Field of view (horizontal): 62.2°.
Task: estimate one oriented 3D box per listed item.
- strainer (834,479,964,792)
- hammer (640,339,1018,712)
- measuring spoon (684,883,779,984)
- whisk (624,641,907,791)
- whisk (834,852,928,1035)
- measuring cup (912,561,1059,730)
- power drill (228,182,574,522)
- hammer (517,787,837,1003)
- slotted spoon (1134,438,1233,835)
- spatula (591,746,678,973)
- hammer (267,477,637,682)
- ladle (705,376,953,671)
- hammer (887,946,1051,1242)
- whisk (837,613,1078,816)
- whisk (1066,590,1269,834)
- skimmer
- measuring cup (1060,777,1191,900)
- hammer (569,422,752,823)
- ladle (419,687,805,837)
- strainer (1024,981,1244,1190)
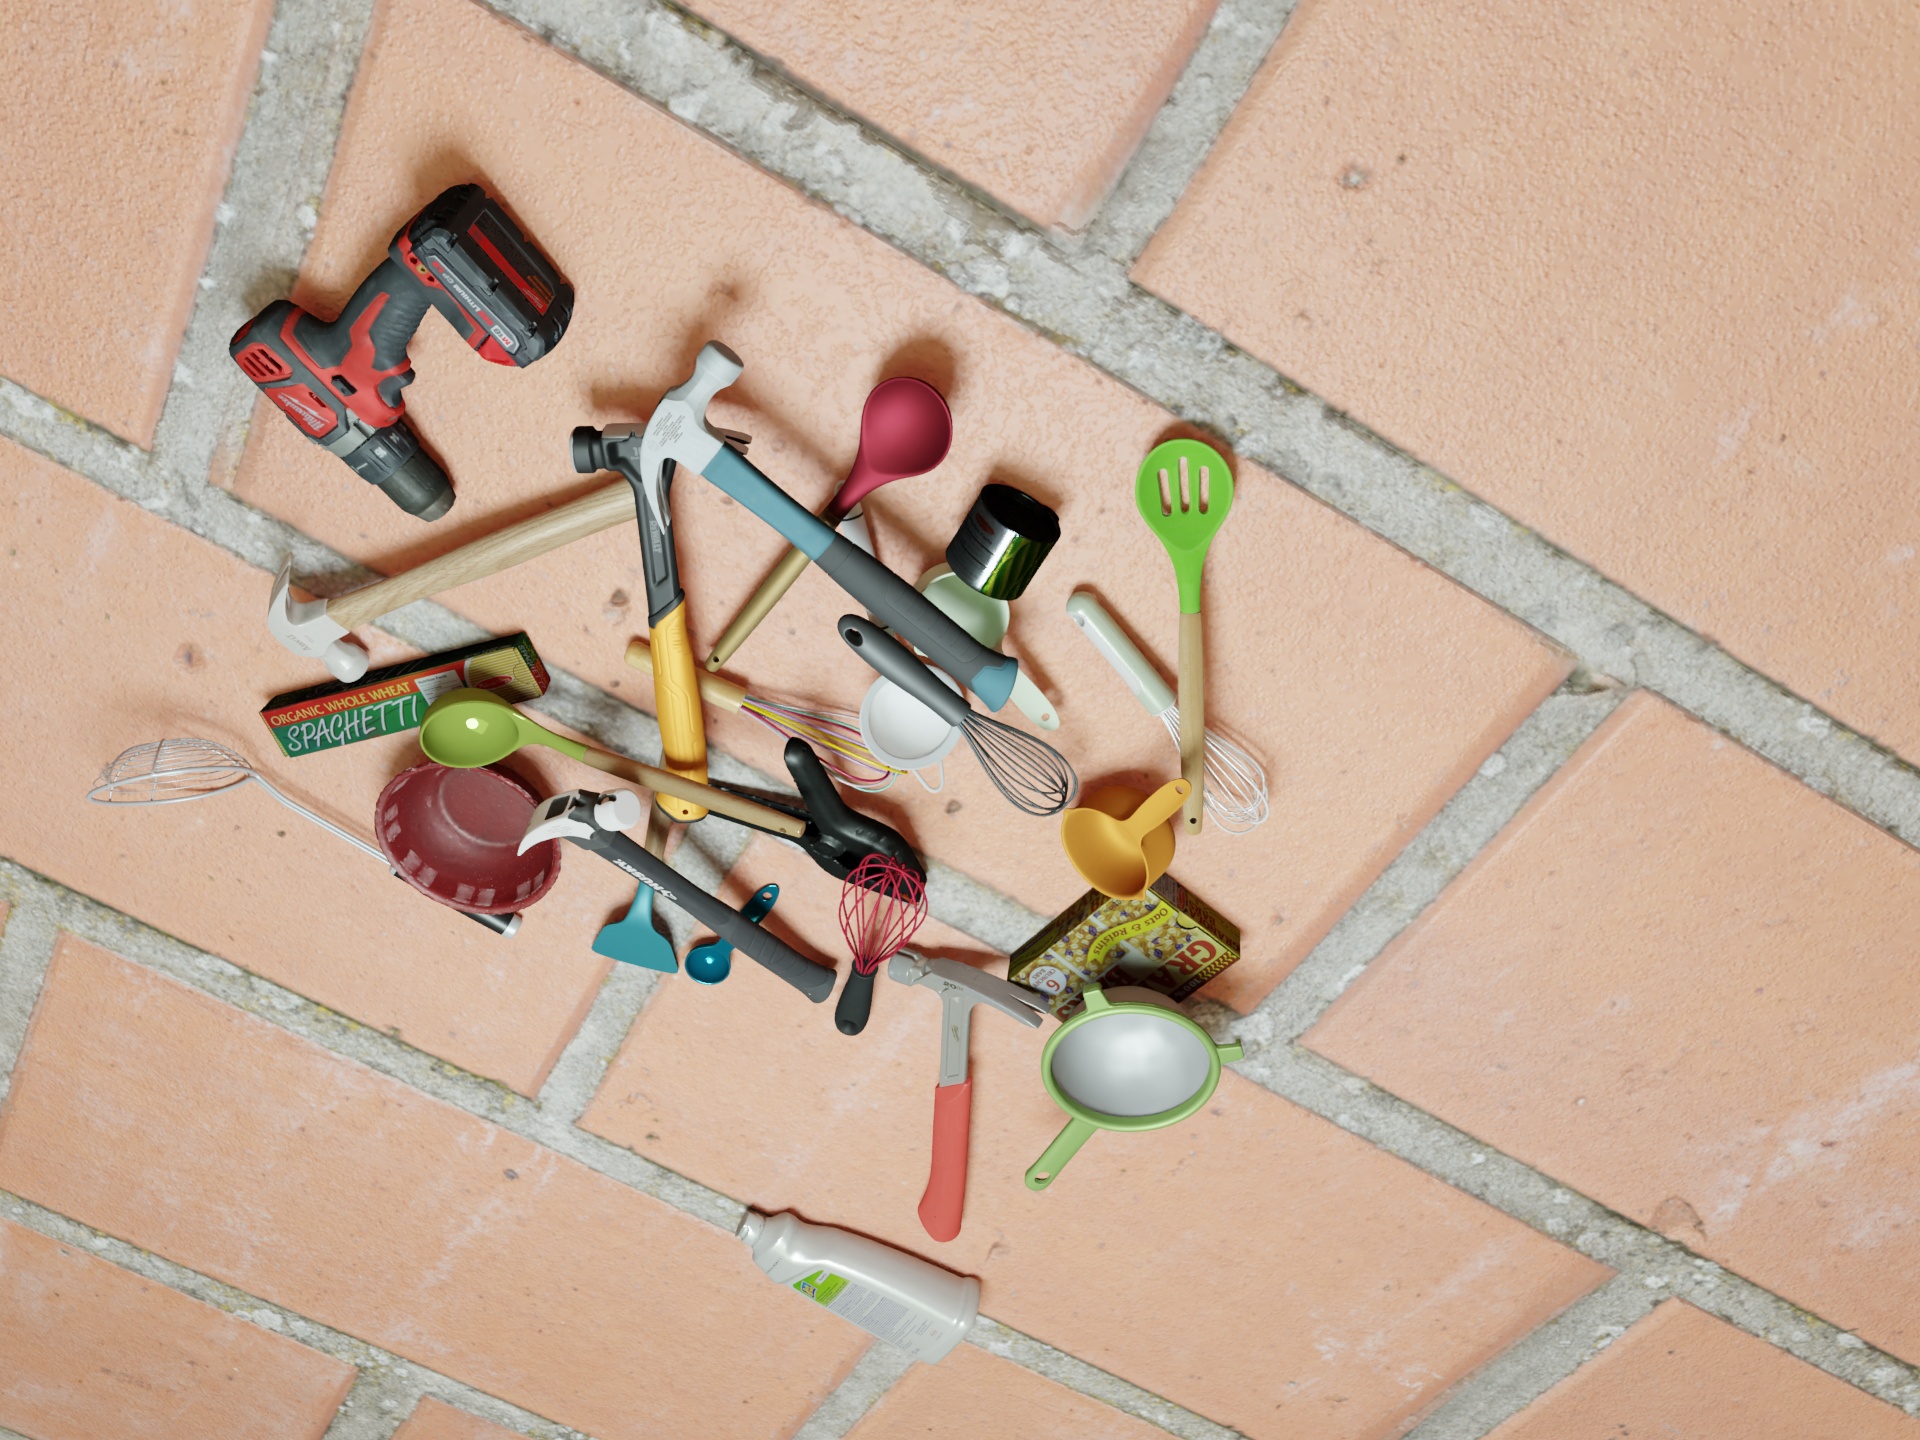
[{"bbox_3d":[-0.056,-0.065,1.227,0.087,0.050,0.258,-21,115,-12],"label":"strainer"},{"bbox_3d":[-0.085,-0.117,1.134,0.330,0.033,0.128,38,111,-19],"label":"hammer"},{"bbox_3d":[-0.201,0.187,1.426,0.042,0.021,0.128,36,111,-16],"label":"measuring spoon"},{"bbox_3d":[-0.155,-0.005,1.280,0.245,0.047,0.051,24,124,-3],"label":"whisk"},{"bbox_3d":[-0.078,0.201,1.356,0.073,0.073,0.295,14,143,-2],"label":"whisk"},{"bbox_3d":[0.023,-0.054,1.222,0.083,0.038,0.167,-37,119,9],"label":"measuring cup"},{"bbox_3d":[-0.380,-0.250,1.129,0.226,0.080,0.187,-25,124,26],"label":"power drill"},{"bbox_3d":[-0.222,0.156,1.342,0.146,0.035,0.334,-11,141,38],"label":"hammer"},{"bbox_3d":[0.169,-0.057,1.180,0.070,0.031,0.313,-1,112,9],"label":"slotted spoon"},{"bbox_3d":[-0.263,0.103,1.374,0.082,0.044,0.317,16,119,-2],"label":"spatula"},{"bbox_3d":[-0.383,-0.120,1.219,0.331,0.031,0.129,-19,148,13],"label":"hammer"},{"bbox_3d":[-0.105,-0.136,1.173,0.069,0.031,0.315,44,123,-1],"label":"ladle"},{"bbox_3d":[0.001,0.366,1.482,0.149,0.037,0.358,19,129,21],"label":"hammer"},{"bbox_3d":[-0.002,-0.004,1.220,0.238,0.055,0.055,39,119,-18],"label":"whisk"},{"bbox_3d":[0.162,-0.006,1.233,0.246,0.059,0.058,48,161,-17],"label":"whisk"},{"bbox_3d":[-0.561,0.121,1.383,0.363,0.090,0.127,33,153,-16],"label":"skimmer"},{"bbox_3d":[0.147,0.075,1.248,0.095,0.052,0.173,49,143,6],"label":"measuring cup"},{"bbox_3d":[-0.213,-0.065,1.211,0.127,0.034,0.336,0,122,-1],"label":"hammer"},{"bbox_3d":[-0.274,0.044,1.242,0.320,0.062,0.078,18,140,12],"label":"ladle"},{"bbox_3d":[0.121,0.314,1.383,0.151,0.069,0.256,23,124,-12],"label":"strainer"}]
